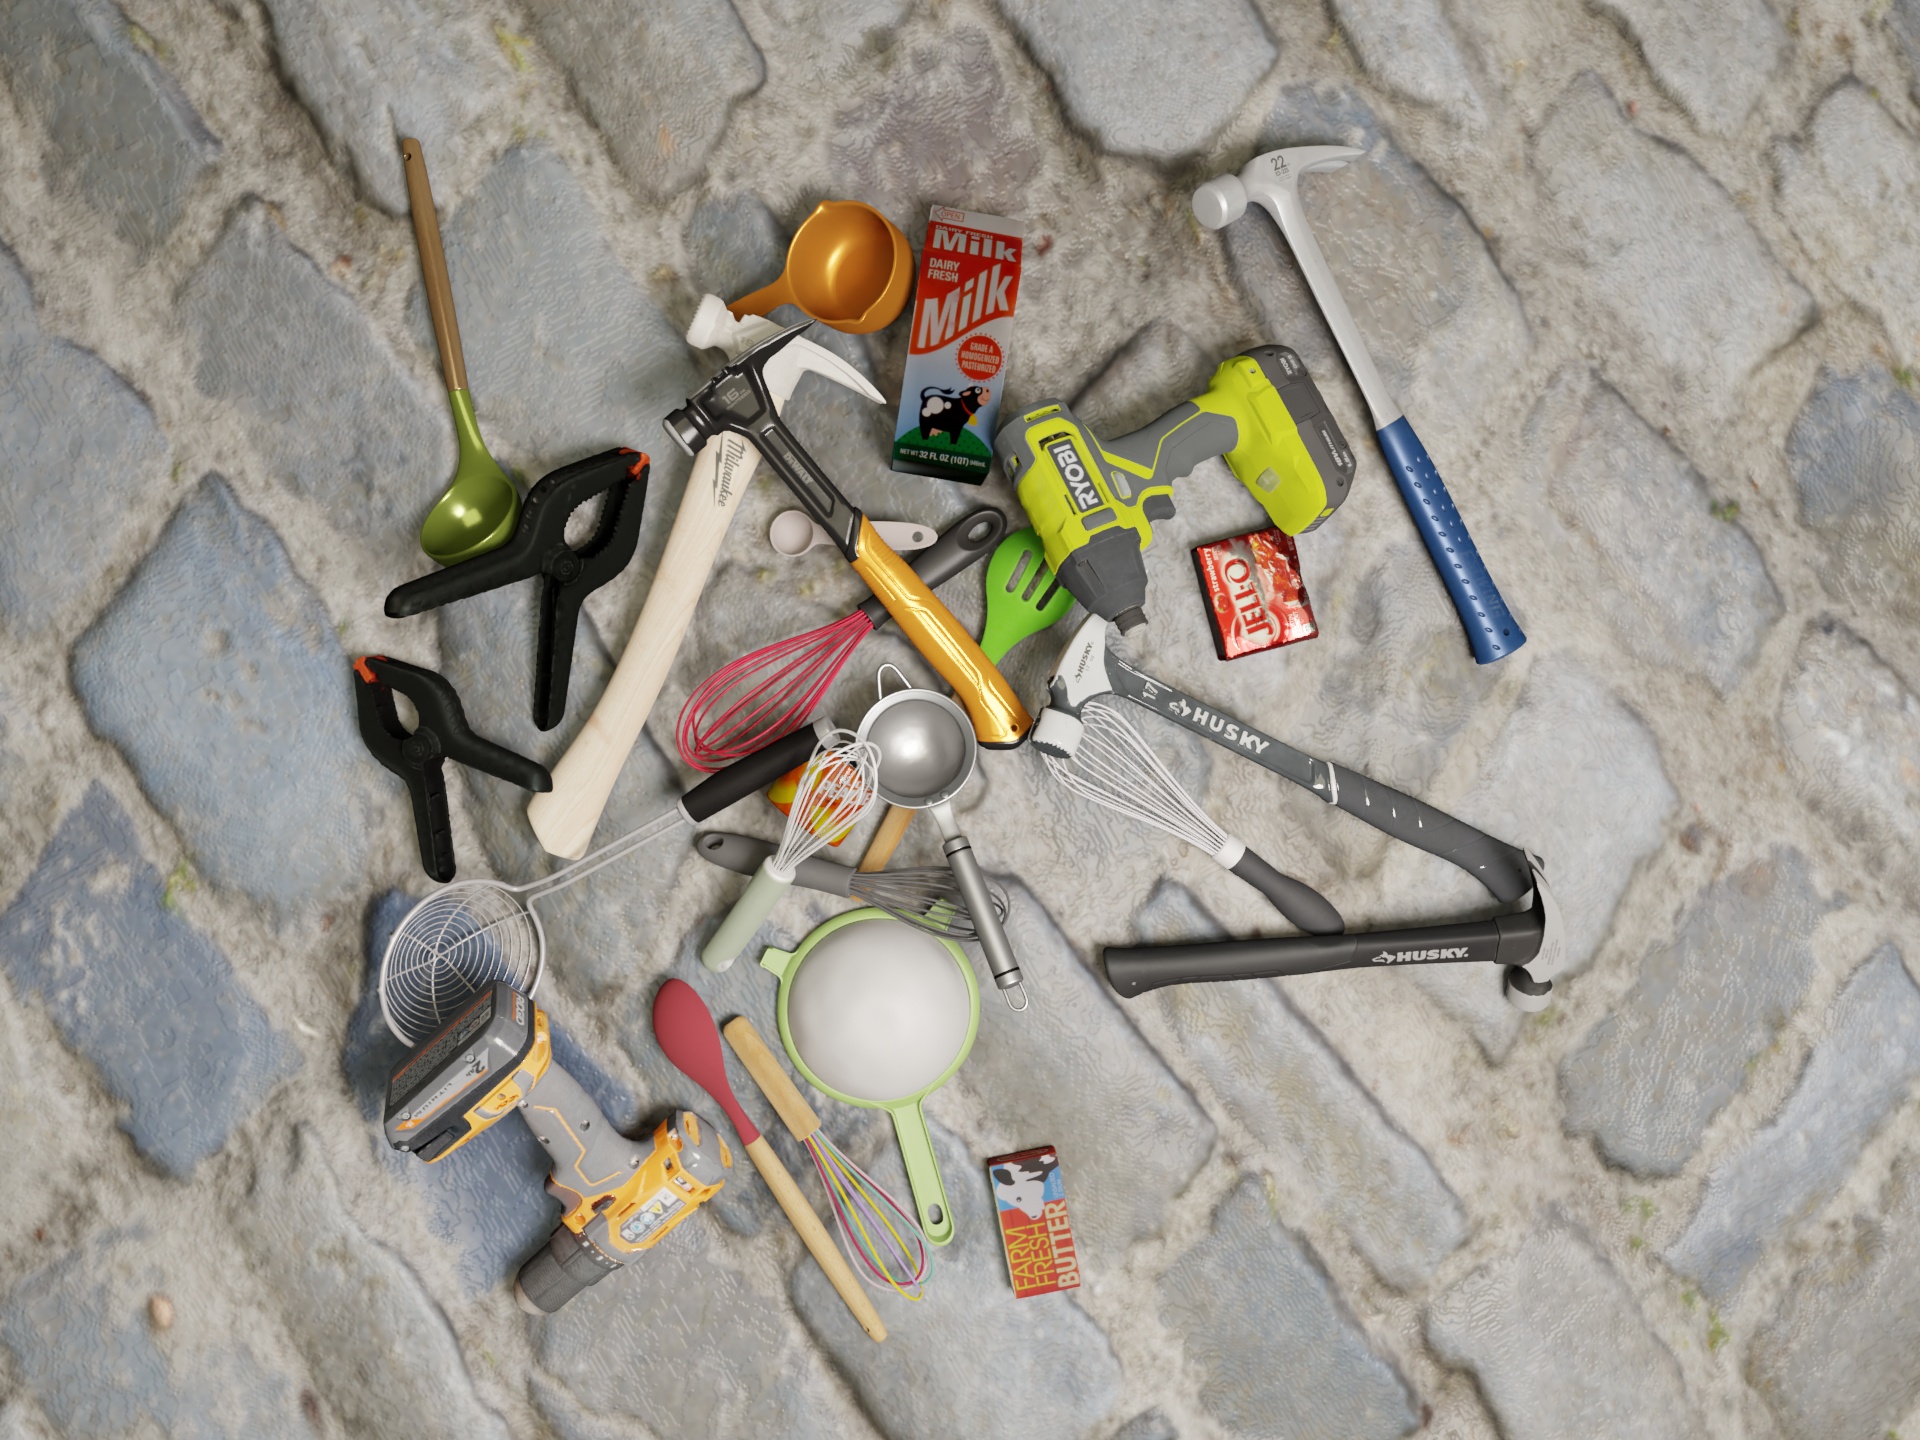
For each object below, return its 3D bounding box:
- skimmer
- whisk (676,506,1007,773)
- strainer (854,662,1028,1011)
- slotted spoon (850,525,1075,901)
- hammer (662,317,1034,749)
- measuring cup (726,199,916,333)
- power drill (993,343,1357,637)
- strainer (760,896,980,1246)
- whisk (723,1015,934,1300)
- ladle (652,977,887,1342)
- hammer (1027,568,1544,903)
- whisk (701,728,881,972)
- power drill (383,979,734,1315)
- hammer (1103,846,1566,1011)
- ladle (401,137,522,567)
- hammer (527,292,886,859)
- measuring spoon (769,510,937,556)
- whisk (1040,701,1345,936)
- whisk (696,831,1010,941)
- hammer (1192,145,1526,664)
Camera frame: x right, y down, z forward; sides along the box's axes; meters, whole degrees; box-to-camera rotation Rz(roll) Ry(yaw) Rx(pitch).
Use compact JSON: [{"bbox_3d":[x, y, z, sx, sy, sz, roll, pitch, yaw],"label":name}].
[{"bbox_3d":[-0.240,0.111,1.112,0.363,0.090,0.127,-29,128,8],"label":"skimmer"},{"bbox_3d":[-0.083,-0.063,1.159,0.296,0.073,0.073,-38,93,-8],"label":"whisk"},{"bbox_3d":[-0.007,0.082,1.109,0.087,0.050,0.259,-21,75,-5],"label":"strainer"},{"bbox_3d":[-0.002,-0.004,1.177,0.070,0.031,0.314,29,91,-7],"label":"slotted spoon"},{"bbox_3d":[-0.053,-0.117,1.118,0.127,0.034,0.336,-41,104,-6],"label":"hammer"},{"bbox_3d":[-0.112,-0.309,1.159,0.173,0.052,0.095,-21,80,22],"label":"measuring cup"},{"bbox_3d":[0.155,-0.164,1.115,0.223,0.080,0.171,-22,78,-18],"label":"power drill"},{"bbox_3d":[-0.046,0.265,1.158,0.151,0.069,0.256,-15,90,-2],"label":"strainer"},{"bbox_3d":[-0.098,0.321,1.167,0.051,0.047,0.245,-38,87,40],"label":"whisk"},{"bbox_3d":[-0.140,0.329,1.170,0.031,0.069,0.315,-38,100,-43],"label":"ladle"},{"bbox_3d":[0.252,0.032,1.156,0.408,0.036,0.149,25,74,-12],"label":"hammer"},{"bbox_3d":[-0.123,0.098,1.113,0.059,0.057,0.246,50,125,20],"label":"whisk"},{"bbox_3d":[-0.299,0.310,1.118,0.185,0.084,0.226,-42,116,4],"label":"power drill"},{"bbox_3d":[0.272,0.167,1.165,0.335,0.035,0.146,-5,130,3],"label":"hammer"},{"bbox_3d":[-0.372,-0.264,1.140,0.078,0.062,0.320,-11,89,17],"label":"ladle"},{"bbox_3d":[-0.198,-0.086,1.144,0.146,0.038,0.410,23,96,-13],"label":"hammer"},{"bbox_3d":[-0.078,-0.135,1.166,0.124,0.018,0.034,2,88,7],"label":"measuring spoon"},{"bbox_3d":[0.172,0.078,1.175,0.284,0.070,0.070,36,89,-8],"label":"whisk"},{"bbox_3d":[-0.079,0.114,1.151,0.239,0.055,0.055,13,91,11],"label":"whisk"},{"bbox_3d":[0.315,-0.231,1.169,0.144,0.035,0.405,-31,97,-25],"label":"hammer"}]
